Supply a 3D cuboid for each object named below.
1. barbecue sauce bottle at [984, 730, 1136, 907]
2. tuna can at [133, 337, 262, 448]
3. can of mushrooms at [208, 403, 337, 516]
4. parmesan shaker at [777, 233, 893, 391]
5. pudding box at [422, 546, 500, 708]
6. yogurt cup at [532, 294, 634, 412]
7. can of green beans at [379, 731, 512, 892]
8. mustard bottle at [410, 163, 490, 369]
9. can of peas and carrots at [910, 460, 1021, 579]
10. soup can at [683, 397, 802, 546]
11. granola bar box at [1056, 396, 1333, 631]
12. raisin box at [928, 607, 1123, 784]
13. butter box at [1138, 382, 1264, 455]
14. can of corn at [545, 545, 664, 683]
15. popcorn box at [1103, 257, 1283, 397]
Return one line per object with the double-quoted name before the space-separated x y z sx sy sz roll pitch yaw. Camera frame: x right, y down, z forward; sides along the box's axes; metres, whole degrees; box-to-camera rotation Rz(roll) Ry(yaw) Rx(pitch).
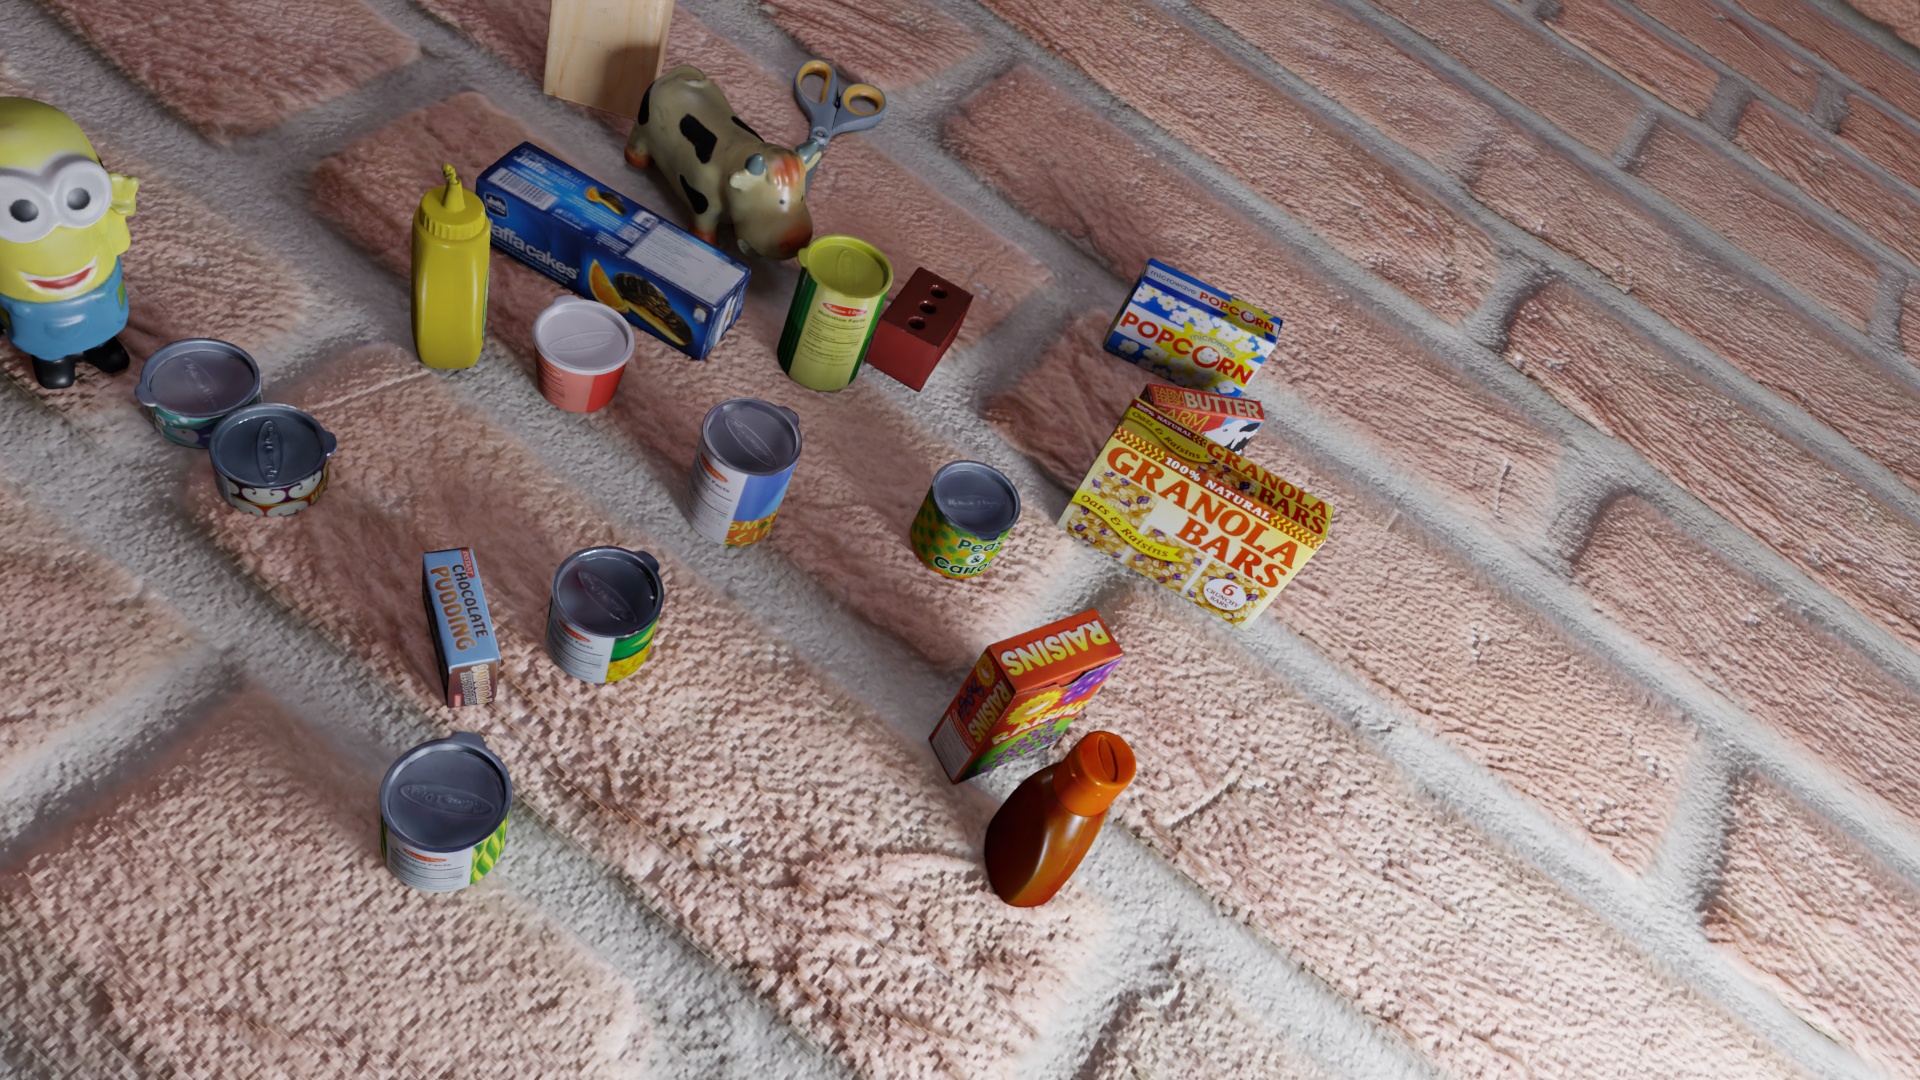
"barbecue sauce bottle" 0.058 0.162 0.823 0.044 0.147 0.065 3 54 -20
"tuna can" -0.479 -0.092 0.874 0.071 0.032 0.071 11 51 -14
"can of mushrooms" -0.426 -0.050 0.863 0.071 0.033 0.071 11 51 -14
"parmesan shaker" -0.099 -0.170 1.043 0.071 0.102 0.071 11 51 -14
"pudding box" -0.298 0.051 0.827 0.030 0.049 0.084 -9 59 -27
"yogurt cup" -0.266 -0.127 0.973 0.072 0.053 0.073 11 51 -14
"can of green beans" -0.280 0.150 0.755 0.071 0.057 0.071 11 51 -14
"mustard bottle" -0.337 -0.183 0.918 0.049 0.159 0.065 -1 55 -23
"can of peas and carrots" 0.004 -0.012 0.993 0.071 0.058 0.071 11 51 -14
"soup can" -0.147 -0.046 0.941 0.071 0.083 0.072 11 51 -14
"granola bar box" 0.170 -0.018 1.022 0.165 0.123 0.039 29 49 1
"raisin box" 0.040 0.100 0.880 0.086 0.122 0.040 -16 62 -31
"butter box" 0.191 -0.097 1.138 0.103 0.052 0.024 7 52 -17
"can of corn" -0.219 0.045 0.859 0.071 0.058 0.071 11 51 -14
"popcorn box" 0.196 -0.175 1.178 0.127 0.084 0.038 25 49 -3
